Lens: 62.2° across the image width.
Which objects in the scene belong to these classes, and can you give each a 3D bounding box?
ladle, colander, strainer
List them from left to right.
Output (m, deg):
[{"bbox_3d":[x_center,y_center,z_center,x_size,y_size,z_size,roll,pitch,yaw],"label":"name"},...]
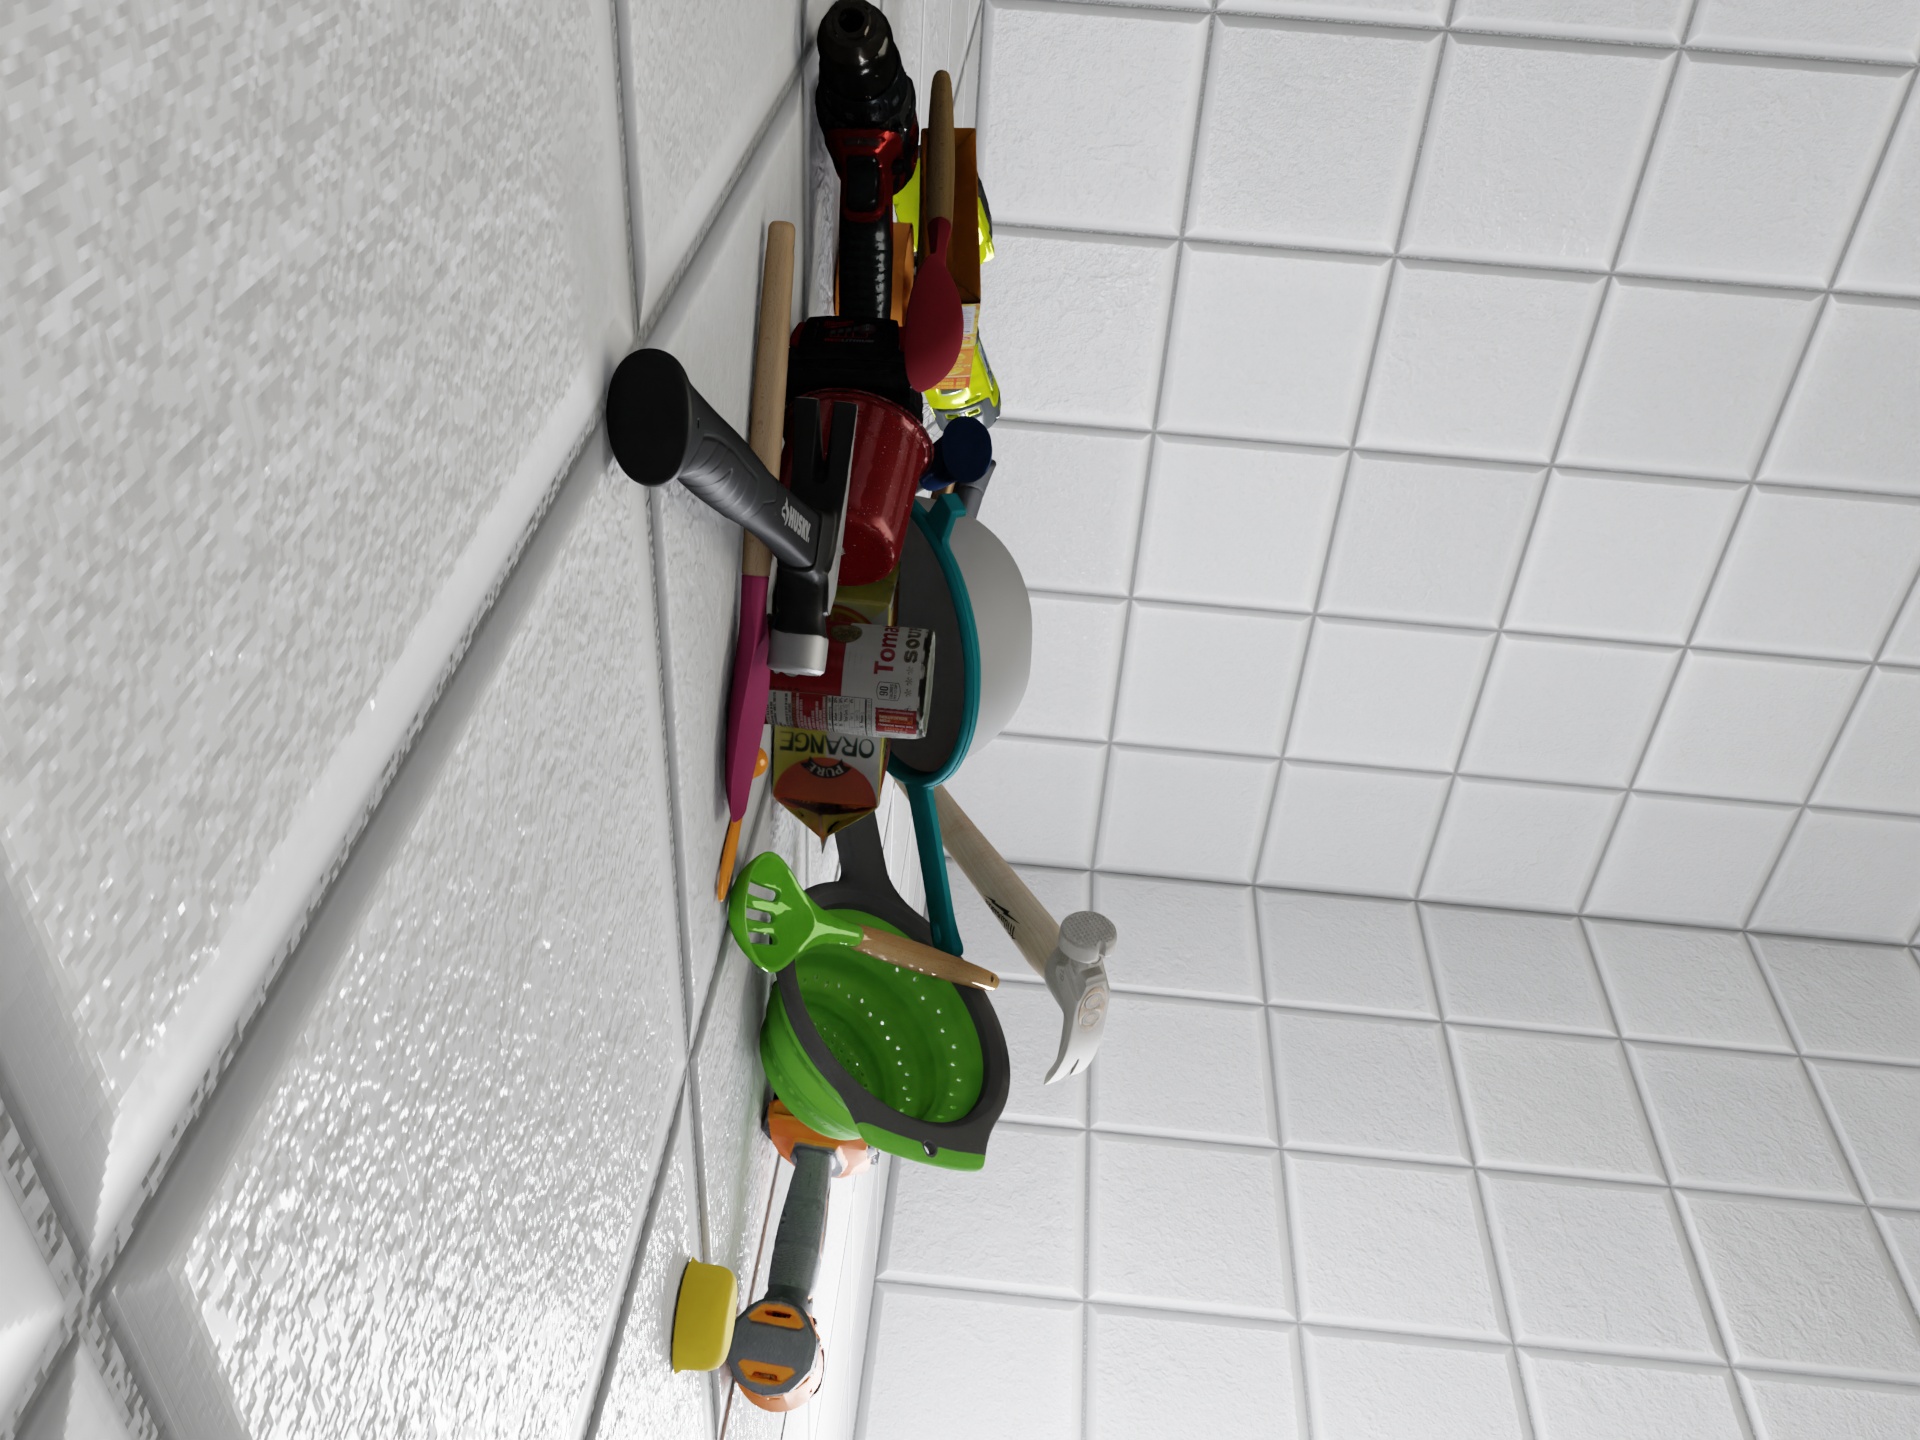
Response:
[{"bbox_3d":[-0.086,0.162,1.152,0.094,0.204,0.398,-43,-140,27],"label":"colander"},{"bbox_3d":[-0.013,-0.308,0.953,0.069,0.031,0.316,81,7,-49],"label":"ladle"},{"bbox_3d":[-0.002,-0.004,1.115,0.211,0.095,0.340,11,-67,59],"label":"strainer"}]

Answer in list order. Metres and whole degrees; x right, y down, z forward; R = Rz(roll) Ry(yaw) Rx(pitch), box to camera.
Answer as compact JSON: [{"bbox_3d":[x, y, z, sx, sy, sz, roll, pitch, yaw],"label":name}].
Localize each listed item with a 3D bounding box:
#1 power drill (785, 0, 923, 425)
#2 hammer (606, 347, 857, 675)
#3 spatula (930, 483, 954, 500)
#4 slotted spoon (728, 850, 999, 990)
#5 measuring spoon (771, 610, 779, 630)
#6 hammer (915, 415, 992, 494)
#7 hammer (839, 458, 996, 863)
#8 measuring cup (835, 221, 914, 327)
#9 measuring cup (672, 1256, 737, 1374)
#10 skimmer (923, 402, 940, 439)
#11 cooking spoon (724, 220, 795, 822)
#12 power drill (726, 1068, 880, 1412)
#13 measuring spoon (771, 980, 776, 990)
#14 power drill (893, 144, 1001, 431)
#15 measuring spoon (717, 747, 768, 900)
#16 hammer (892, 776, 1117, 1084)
[{"bbox_3d":[-0.061,-0.297,0.957,0.188,0.080,0.227,73,19,-86],"label":"power drill"},{"bbox_3d":[-0.093,-0.107,0.713,0.334,0.035,0.146,32,65,-84],"label":"hammer"},{"bbox_3d":[-0.042,-0.162,1.454,0.082,0.044,0.317,66,40,-82],"label":"spatula"},{"bbox_3d":[-0.055,0.146,1.026,0.313,0.031,0.070,30,57,-55],"label":"slotted spoon"},{"bbox_3d":[-0.095,-0.084,0.963,0.129,0.042,0.021,-79,175,-58],"label":"measuring spoon"},{"bbox_3d":[-0.026,-0.195,1.218,0.405,0.035,0.144,-156,-112,-80],"label":"hammer"},{"bbox_3d":[-0.042,-0.047,1.371,0.149,0.036,0.408,-87,-166,-57],"label":"hammer"},{"bbox_3d":[-0.068,-0.278,1.161,0.095,0.052,0.173,56,41,-88],"label":"measuring cup"},{"bbox_3d":[-0.140,0.352,0.928,0.156,0.029,0.062,88,7,-65],"label":"measuring cup"},{"bbox_3d":[-0.050,-0.128,1.535,0.127,0.090,0.363,-20,117,-75],"label":"skimmer"},{"bbox_3d":[-0.108,-0.103,0.851,0.069,0.017,0.319,-51,147,-83],"label":"cooking spoon"},{"bbox_3d":[-0.115,0.381,1.157,0.164,0.084,0.227,94,5,-59],"label":"power drill"},{"bbox_3d":[-0.133,0.220,1.190,0.124,0.018,0.034,79,15,-60],"label":"measuring spoon"},{"bbox_3d":[-0.018,-0.385,1.362,0.190,0.080,0.229,61,23,-58],"label":"power drill"},{"bbox_3d":[-0.124,0.058,0.909,0.117,0.011,0.021,-83,178,-47],"label":"measuring spoon"},{"bbox_3d":[-0.005,0.092,1.222,0.411,0.038,0.146,51,-36,45],"label":"hammer"}]
